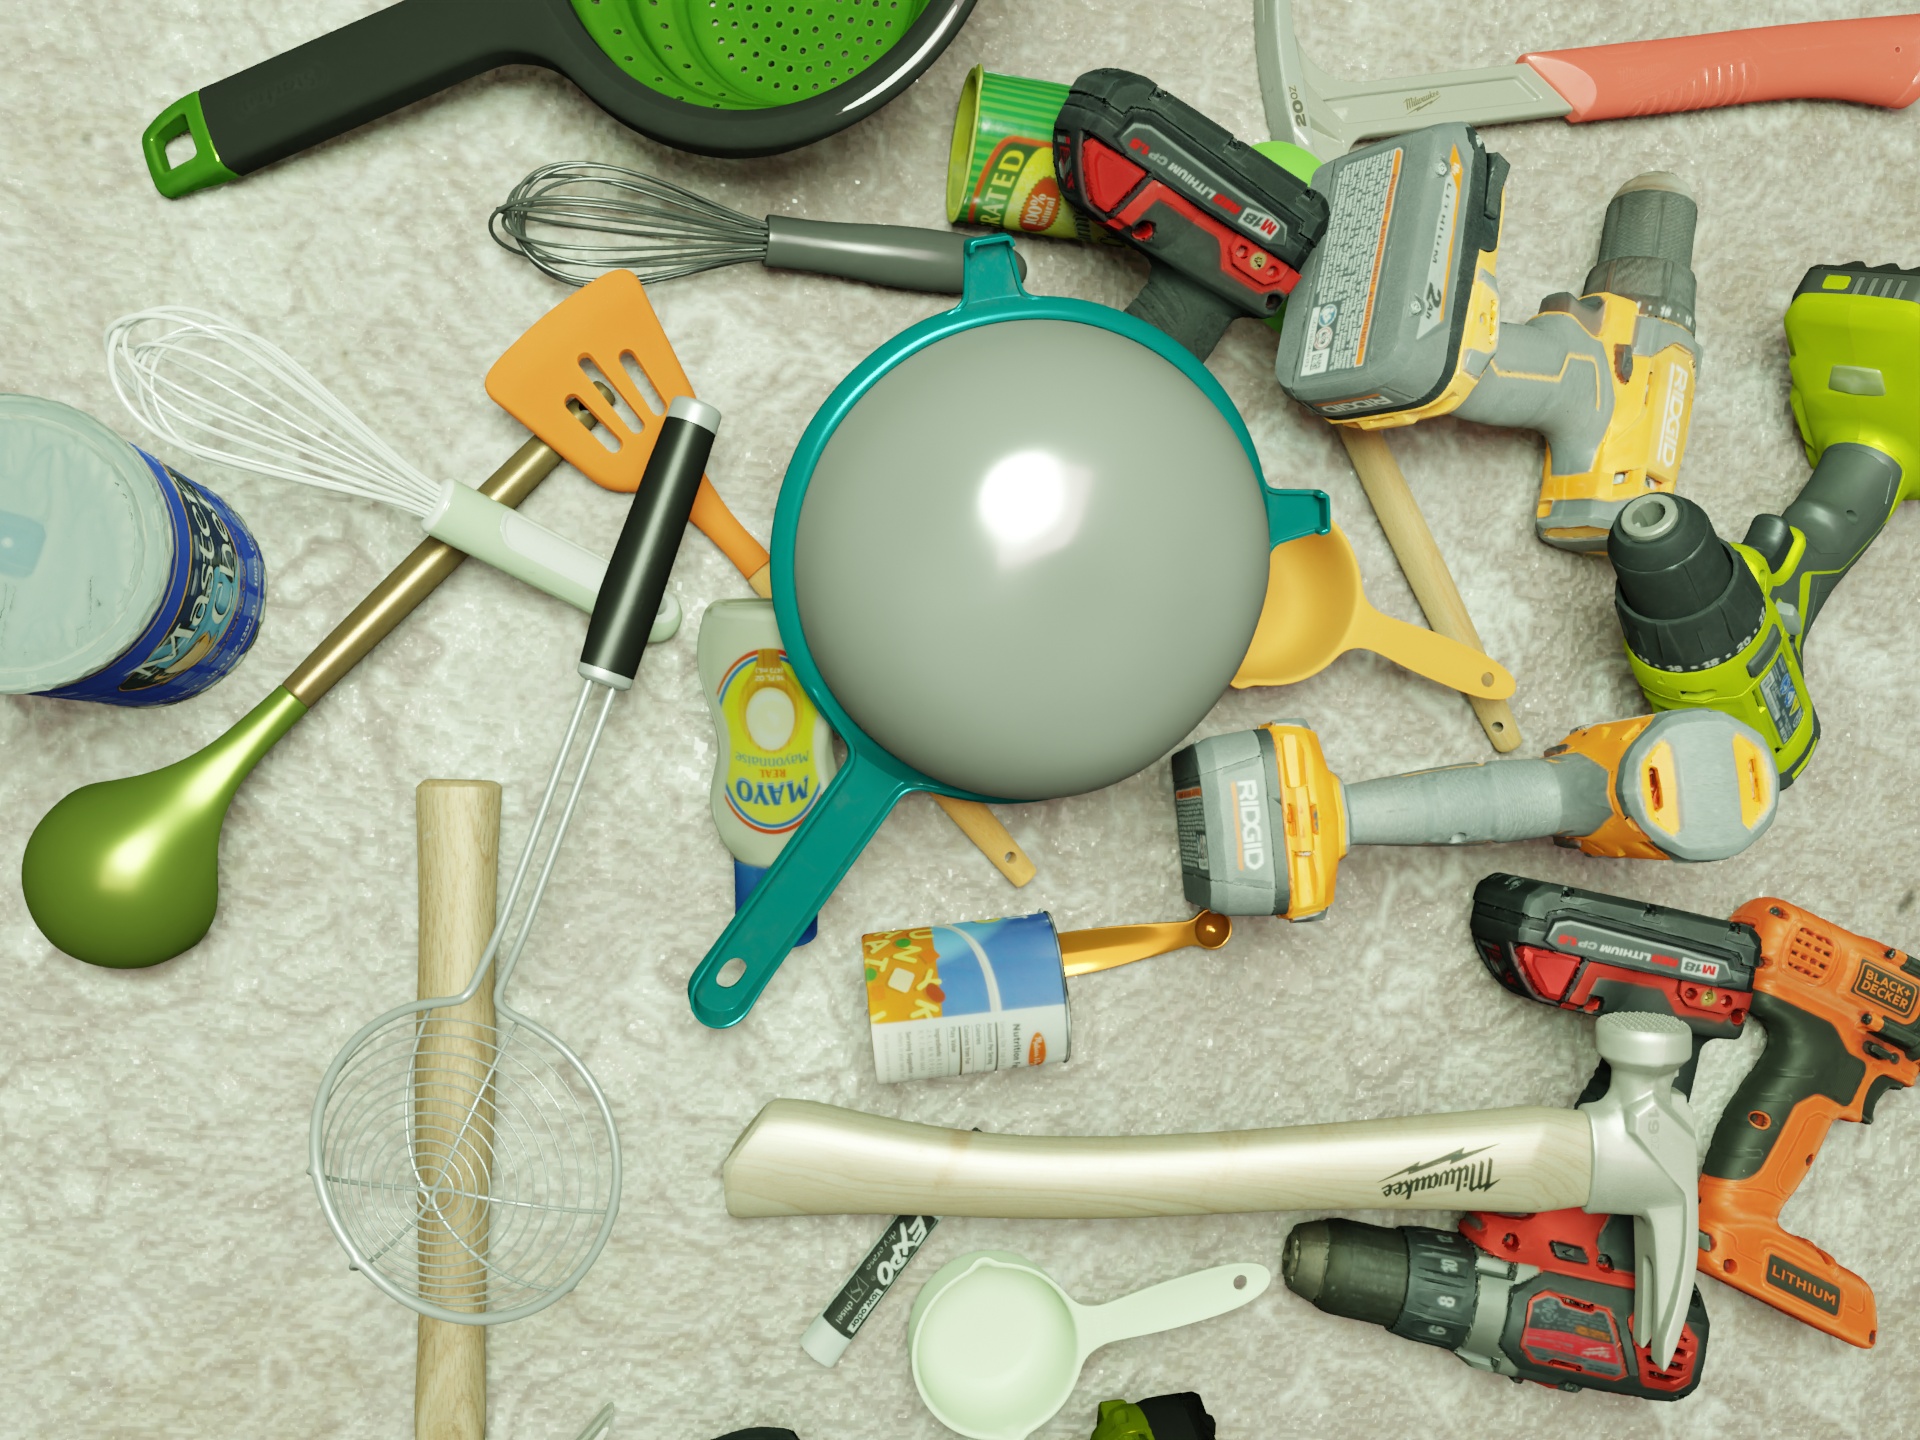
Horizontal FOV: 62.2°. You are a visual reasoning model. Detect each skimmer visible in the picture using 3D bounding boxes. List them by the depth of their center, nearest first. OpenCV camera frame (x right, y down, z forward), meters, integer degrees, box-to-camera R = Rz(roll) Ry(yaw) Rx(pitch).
[{"bbox_3d":[-0.148,0.043,0.626,0.127,0.090,0.363,22,83,-35],"label":"skimmer"}]

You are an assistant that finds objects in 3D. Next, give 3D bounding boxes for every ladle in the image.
[{"bbox_3d":[-0.260,-0.028,0.673,0.078,0.062,0.320,42,75,-6],"label":"ladle"}]

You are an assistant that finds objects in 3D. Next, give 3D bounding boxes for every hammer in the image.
[{"bbox_3d":[-0.211,0.190,0.672,0.130,0.031,0.331,1,88,-10],"label":"hammer"},{"bbox_3d":[0.105,0.203,0.683,0.410,0.038,0.146,-1,92,2],"label":"hammer"},{"bbox_3d":[0.323,-0.326,0.787,0.359,0.037,0.149,-10,90,-10],"label":"hammer"}]

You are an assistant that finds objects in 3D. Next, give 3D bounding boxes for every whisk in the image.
[{"bbox_3d":[-0.217,-0.091,0.638,0.246,0.059,0.058,28,52,-32],"label":"whisk"},{"bbox_3d":[-0.085,-0.210,0.706,0.239,0.055,0.055,2,88,-15],"label":"whisk"}]

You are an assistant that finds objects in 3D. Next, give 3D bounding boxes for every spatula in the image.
[{"bbox_3d":[-0.072,-0.048,0.702,0.081,0.041,0.322,-42,96,-8],"label":"spatula"}]

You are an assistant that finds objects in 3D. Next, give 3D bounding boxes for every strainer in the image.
[{"bbox_3d":[-0.001,-0.002,0.620,0.210,0.095,0.340,34,96,-21],"label":"strainer"}]

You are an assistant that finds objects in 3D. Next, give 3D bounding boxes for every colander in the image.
[{"bbox_3d":[-0.153,-0.300,0.682,0.397,0.094,0.204,-20,86,7],"label":"colander"}]

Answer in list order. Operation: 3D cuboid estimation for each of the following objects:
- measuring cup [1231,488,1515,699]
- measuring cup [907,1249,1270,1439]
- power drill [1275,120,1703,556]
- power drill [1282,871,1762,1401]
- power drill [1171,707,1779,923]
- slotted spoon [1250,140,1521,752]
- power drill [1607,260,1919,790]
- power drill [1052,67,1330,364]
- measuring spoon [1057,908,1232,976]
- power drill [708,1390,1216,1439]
[{"bbox_3d":[0.172,-0.044,0.742,0.173,0.052,0.095,21,84,-11],"label":"measuring cup"},{"bbox_3d":[0.057,0.266,0.717,0.167,0.038,0.083,-10,90,-13],"label":"measuring cup"},{"bbox_3d":[0.258,-0.190,0.722,0.226,0.084,0.185,15,84,-33],"label":"power drill"},{"bbox_3d":[0.259,0.188,0.733,0.188,0.080,0.227,11,89,2],"label":"power drill"},{"bbox_3d":[0.212,0.038,0.705,0.226,0.164,0.084,-5,86,1],"label":"power drill"},{"bbox_3d":[0.198,-0.125,0.755,0.070,0.031,0.313,-23,98,31],"label":"slotted spoon"},{"bbox_3d":[0.384,-0.099,0.736,0.228,0.080,0.190,-54,131,-10],"label":"power drill"},{"bbox_3d":[0.043,-0.153,0.678,0.143,0.079,0.219,27,106,-16],"label":"power drill"},{"bbox_3d":[0.069,0.104,0.739,0.117,0.011,0.021,-9,95,-7],"label":"measuring spoon"},{"bbox_3d":[-0.001,0.364,0.668,0.223,0.080,0.171,-3,118,-9],"label":"power drill"}]
